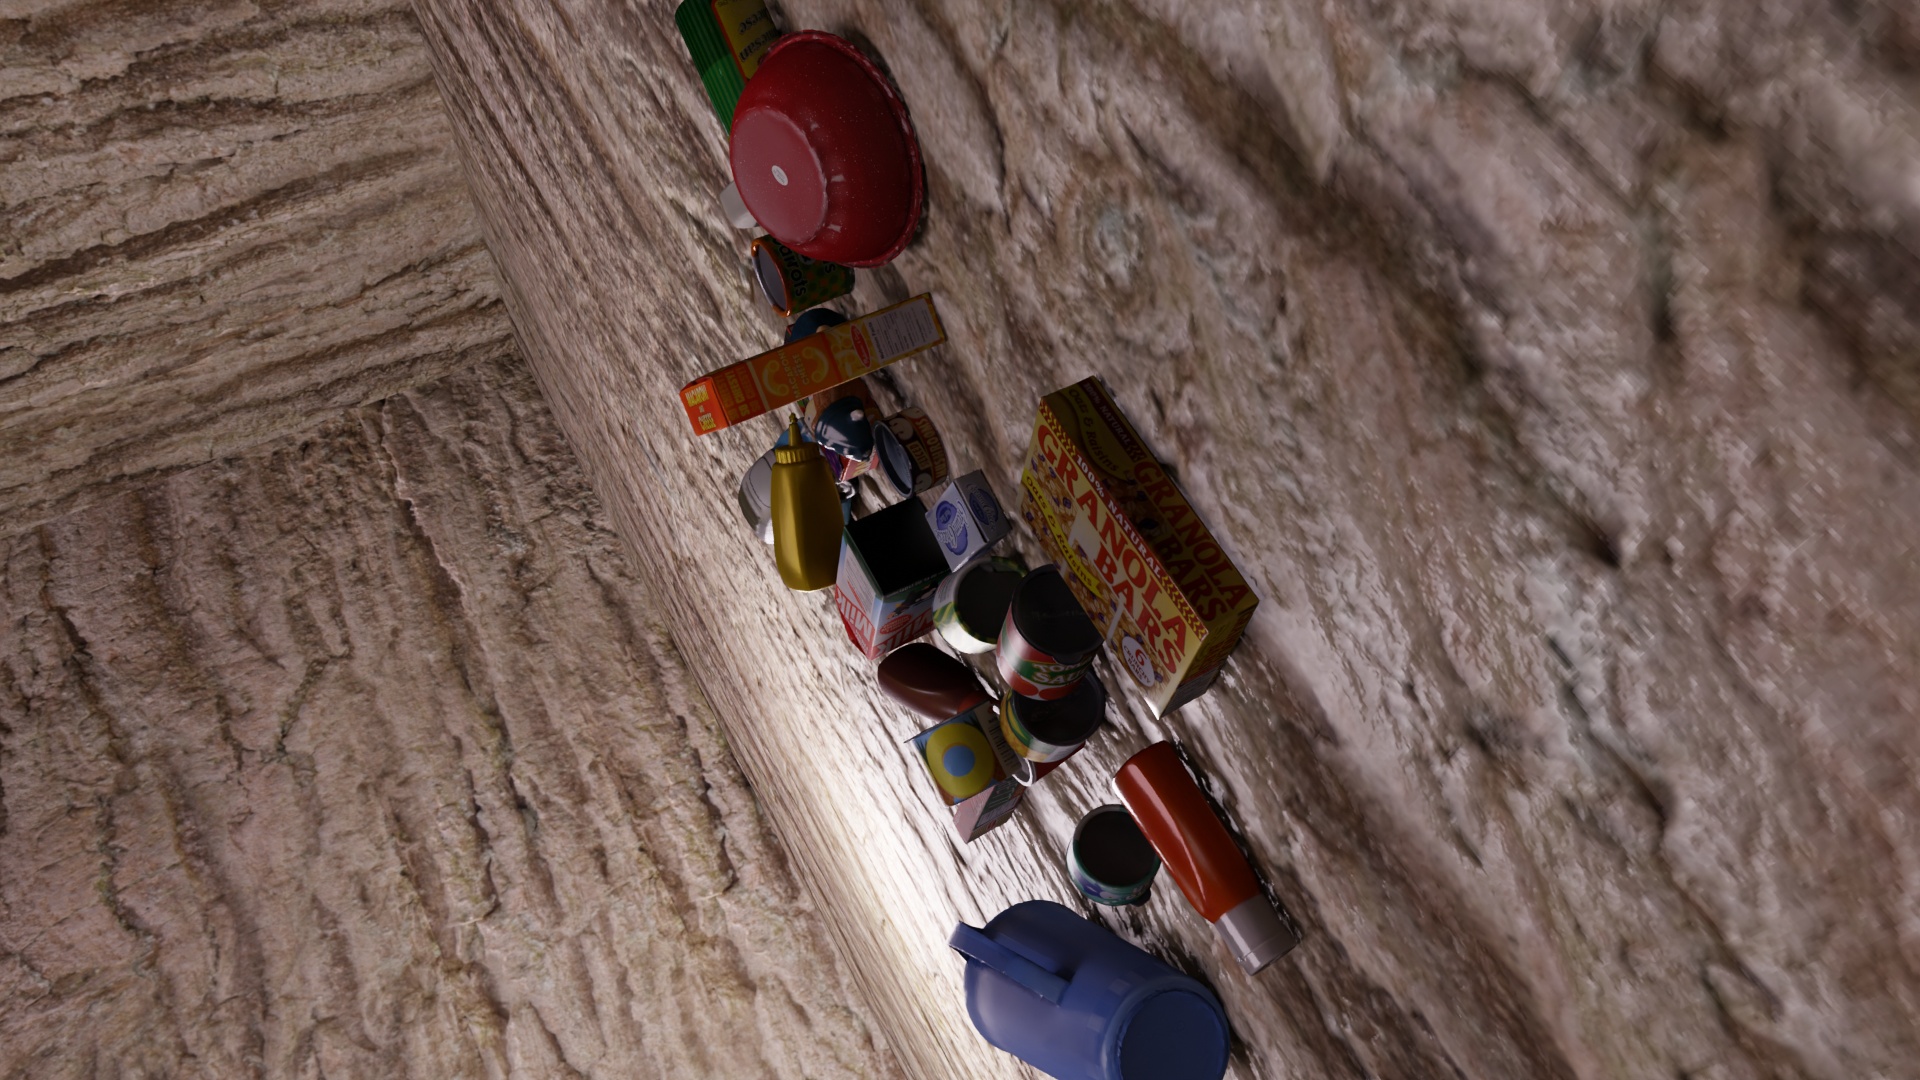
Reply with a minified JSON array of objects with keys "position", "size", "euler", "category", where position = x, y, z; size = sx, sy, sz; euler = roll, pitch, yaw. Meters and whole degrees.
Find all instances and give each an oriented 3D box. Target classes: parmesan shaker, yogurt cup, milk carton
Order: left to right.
[{"position":[-0.158,-0.343,1.003],"size":[0.103,0.071,0.071],"euler":[66,161,0],"category":"parmesan shaker"},{"position":[-0.062,0.044,1.226],"size":[0.073,0.072,0.189],"euler":[59,159,19],"category":"milk carton"},{"position":[0.059,0.145,1.052],"size":[0.072,0.054,0.072],"euler":[53,158,33],"category":"yogurt cup"}]

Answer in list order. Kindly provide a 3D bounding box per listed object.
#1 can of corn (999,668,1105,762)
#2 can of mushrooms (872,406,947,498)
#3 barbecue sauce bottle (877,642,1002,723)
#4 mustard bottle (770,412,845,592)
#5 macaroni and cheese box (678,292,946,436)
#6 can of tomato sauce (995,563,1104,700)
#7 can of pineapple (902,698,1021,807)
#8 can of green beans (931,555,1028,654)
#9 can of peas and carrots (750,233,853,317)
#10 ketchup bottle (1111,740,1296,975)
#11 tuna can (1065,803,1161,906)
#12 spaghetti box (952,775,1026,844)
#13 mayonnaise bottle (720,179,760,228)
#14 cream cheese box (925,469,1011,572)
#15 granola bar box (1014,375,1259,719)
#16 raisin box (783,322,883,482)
[{"position":[0.063,0.118,0.989],"size":[0.071,0.071,0.058],"euler":[60,161,14],"category":"can of corn"},{"position":[-0.039,-0.069,1.082],"size":[0.071,0.033,0.070],"euler":[53,158,34],"category":"can of mushrooms"},{"position":[-0.010,0.135,1.220],"size":[0.149,0.065,0.043],"euler":[25,132,50],"category":"barbecue sauce bottle"},{"position":[-0.139,-0.037,1.245],"size":[0.049,0.065,0.159],"euler":[6,107,43],"category":"mustard bottle"},{"position":[-0.109,-0.125,0.992],"size":[0.123,0.167,0.040],"euler":[2,115,69],"category":"macaroni and cheese box"},{"position":[0.062,0.064,0.924],"size":[0.071,0.071,0.082],"euler":[58,161,20],"category":"can of tomato sauce"},{"position":[0.002,0.157,1.022],"size":[0.058,0.071,0.071],"euler":[63,161,6],"category":"can of pineapple"},{"position":[0.018,0.048,1.023],"size":[0.071,0.071,0.057],"euler":[64,161,3],"category":"can of green beans"},{"position":[-0.124,-0.215,1.089],"size":[0.071,0.059,0.070],"euler":[53,158,32],"category":"can of peas and carrots"},{"position":[0.154,0.202,0.883],"size":[0.149,0.044,0.064],"euler":[56,160,24],"category":"ketchup bottle"},{"position":[0.112,0.226,0.992],"size":[0.071,0.071,0.032],"euler":[55,158,27],"category":"tuna can"},{"position":[0.034,0.210,1.208],"size":[0.029,0.050,0.248],"euler":[57,160,20],"category":"spaghetti box"},{"position":[-0.125,-0.273,1.016],"size":[0.148,0.065,0.041],"euler":[-16,101,61],"category":"mayonnaise bottle"},{"position":[0.004,-0.013,1.050],"size":[0.053,0.024,0.103],"euler":[63,161,7],"category":"cream cheese box"},{"position":[0.096,0.005,0.800],"size":[0.166,0.039,0.123],"euler":[57,160,23],"category":"granola bar box"},{"position":[-0.111,-0.122,1.201],"size":[0.123,0.040,0.085],"euler":[61,160,11],"category":"raisin box"}]
